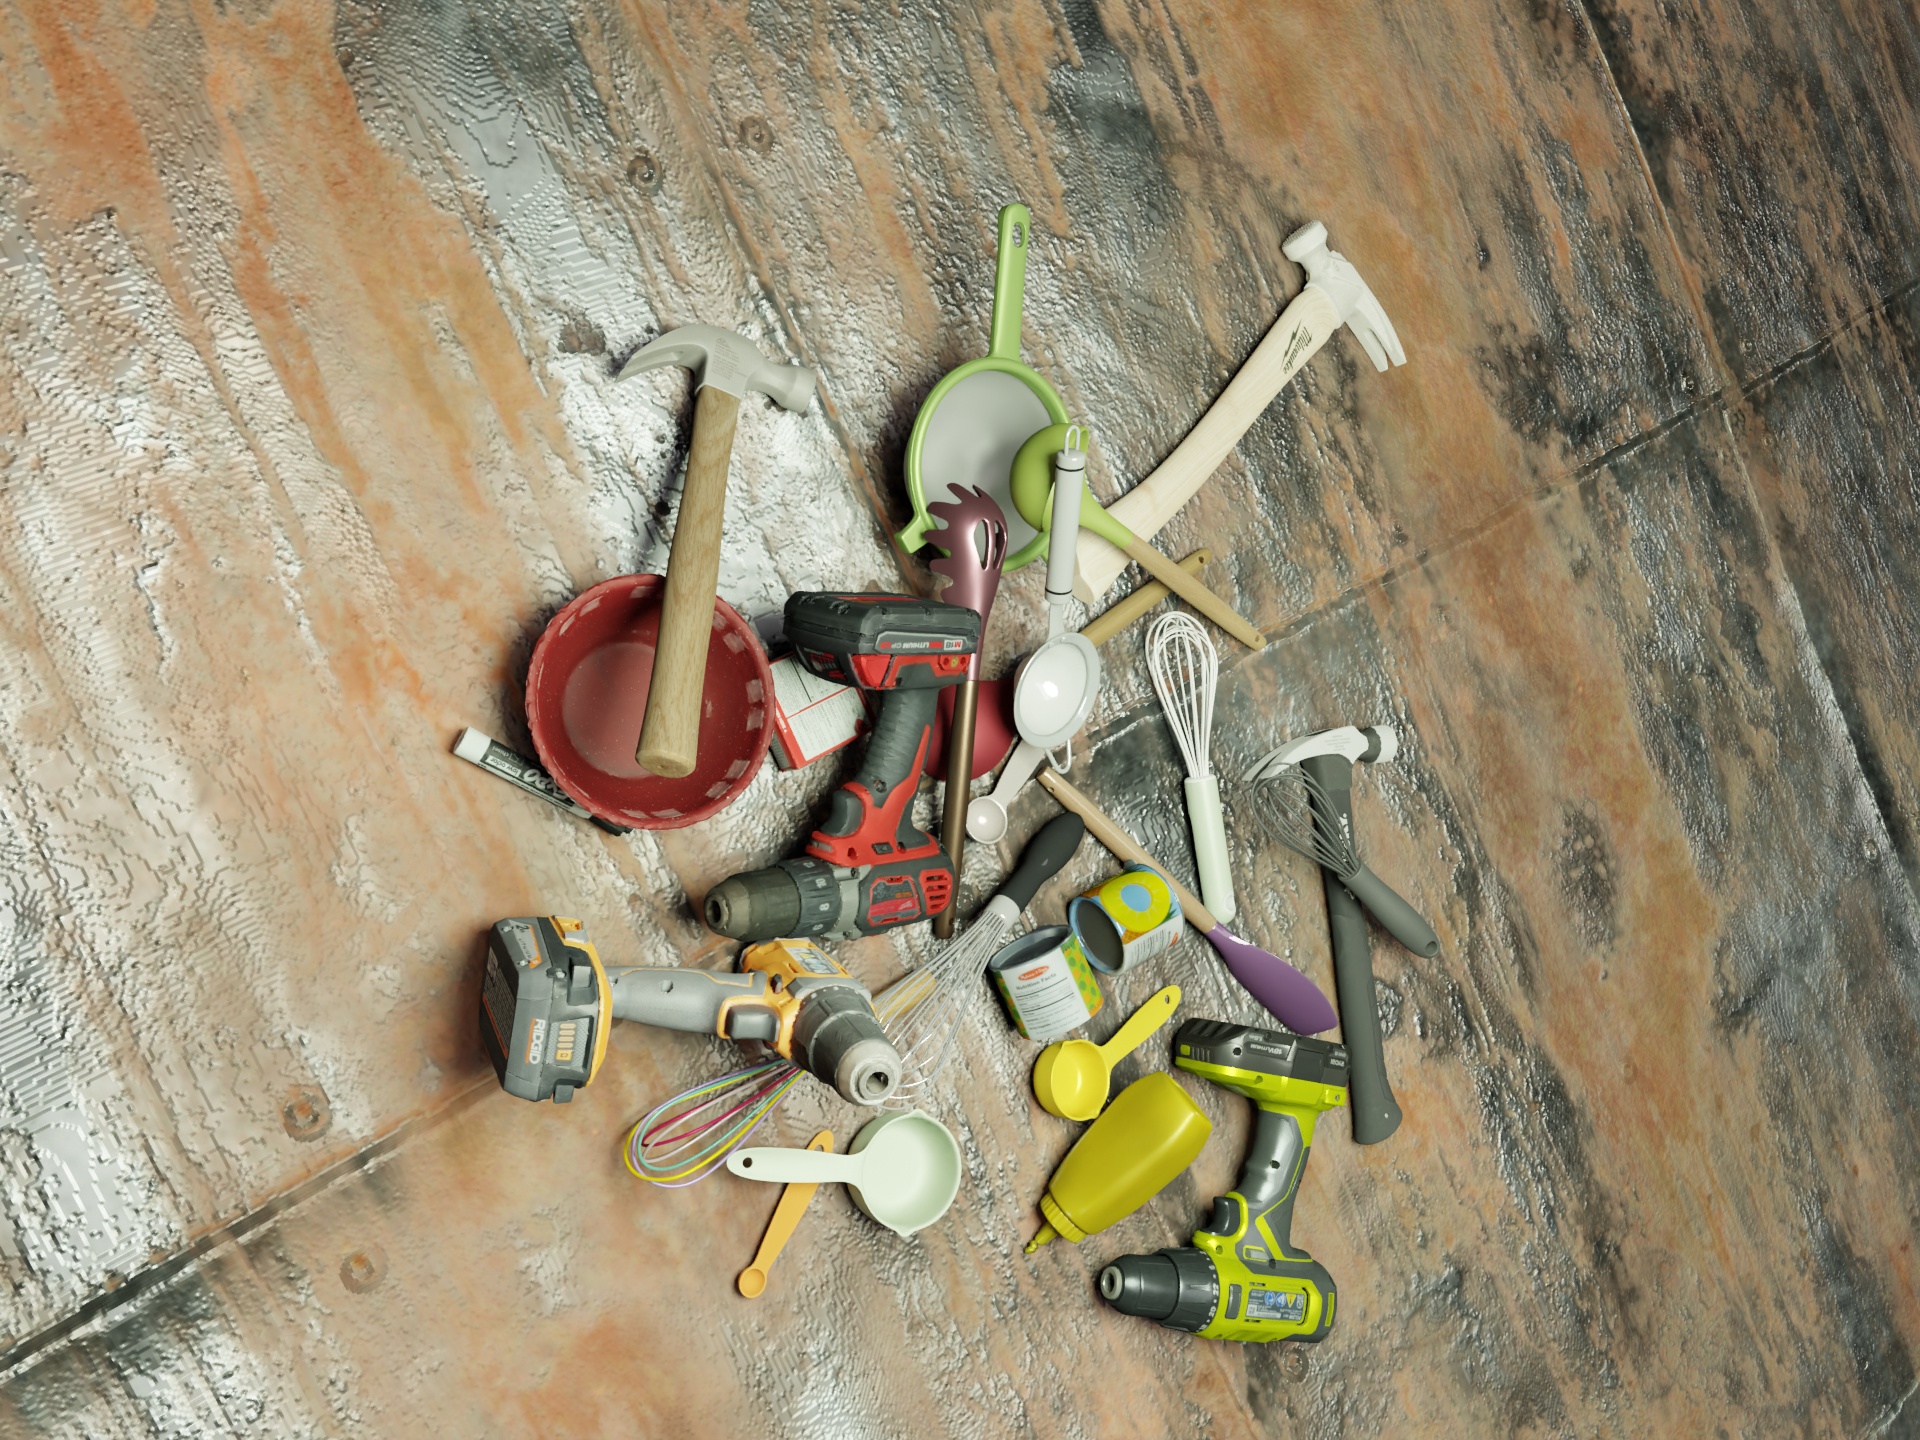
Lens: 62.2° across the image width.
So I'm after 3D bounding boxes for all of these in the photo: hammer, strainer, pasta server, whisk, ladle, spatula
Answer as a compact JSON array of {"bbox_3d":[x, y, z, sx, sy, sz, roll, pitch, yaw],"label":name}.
[{"bbox_3d":[0.218,-0.232,1.286,0.146,0.038,0.411,49,64,-17],"label":"hammer"},{"bbox_3d":[0.066,-0.082,1.096,0.087,0.050,0.258,-24,131,-37],"label":"strainer"},{"bbox_3d":[-0.002,-0.004,1.099,0.060,0.040,0.316,-3,103,-38],"label":"pasta server"},{"bbox_3d":[0.311,0.173,1.289,0.146,0.035,0.335,-5,87,-30],"label":"hammer"},{"bbox_3d":[-0.114,0.225,1.042,0.245,0.047,0.051,-28,110,-33],"label":"whisk"},{"bbox_3d":[0.012,-0.234,1.132,0.151,0.069,0.256,2,95,-39],"label":"strainer"},{"bbox_3d":[0.088,-0.053,1.196,0.315,0.031,0.069,-36,101,-30],"label":"ladle"},{"bbox_3d":[0.308,0.115,1.250,0.238,0.055,0.055,43,66,-25],"label":"whisk"},{"bbox_3d":[0.146,-0.120,1.179,0.319,0.062,0.078,30,83,-41],"label":"ladle"},{"bbox_3d":[0.010,0.154,1.092,0.070,0.070,0.285,53,50,-14],"label":"whisk"},{"bbox_3d":[-0.167,-0.117,1.001,0.130,0.031,0.332,19,56,-25],"label":"hammer"},{"bbox_3d":[0.174,0.140,1.212,0.315,0.060,0.018,42,49,-13],"label":"spatula"},{"bbox_3d":[0.183,0.037,1.228,0.057,0.059,0.246,-14,96,-50],"label":"whisk"}]

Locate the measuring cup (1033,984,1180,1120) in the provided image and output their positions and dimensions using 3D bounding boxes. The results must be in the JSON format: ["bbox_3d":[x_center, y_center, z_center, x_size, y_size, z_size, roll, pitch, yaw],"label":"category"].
[{"bbox_3d":[0.110,0.239,1.179,0.156,0.029,0.062,-31,102,-41],"label":"measuring cup"}]

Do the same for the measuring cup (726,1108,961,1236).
[{"bbox_3d":[-0.081,0.294,1.053,0.167,0.038,0.083,11,79,-26],"label":"measuring cup"}]

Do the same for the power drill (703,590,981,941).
[{"bbox_3d":[-0.076,0.034,1.022,0.187,0.080,0.226,-4,104,-45],"label":"power drill"}]

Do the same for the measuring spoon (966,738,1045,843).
[{"bbox_3d":[0.037,0.041,1.165,0.034,0.018,0.124,41,59,-12],"label":"measuring spoon"}]

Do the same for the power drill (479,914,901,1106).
[{"bbox_3d":[-0.155,0.178,0.941,0.226,0.185,0.084,6,99,-26],"label":"power drill"}]

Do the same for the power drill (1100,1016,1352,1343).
[{"bbox_3d":[0.202,0.343,1.184,0.190,0.080,0.228,15,79,-26],"label":"power drill"}]

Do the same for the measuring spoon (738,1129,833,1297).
[{"bbox_3d":[-0.115,0.323,1.046,0.021,0.011,0.117,41,63,-26],"label":"measuring spoon"}]
